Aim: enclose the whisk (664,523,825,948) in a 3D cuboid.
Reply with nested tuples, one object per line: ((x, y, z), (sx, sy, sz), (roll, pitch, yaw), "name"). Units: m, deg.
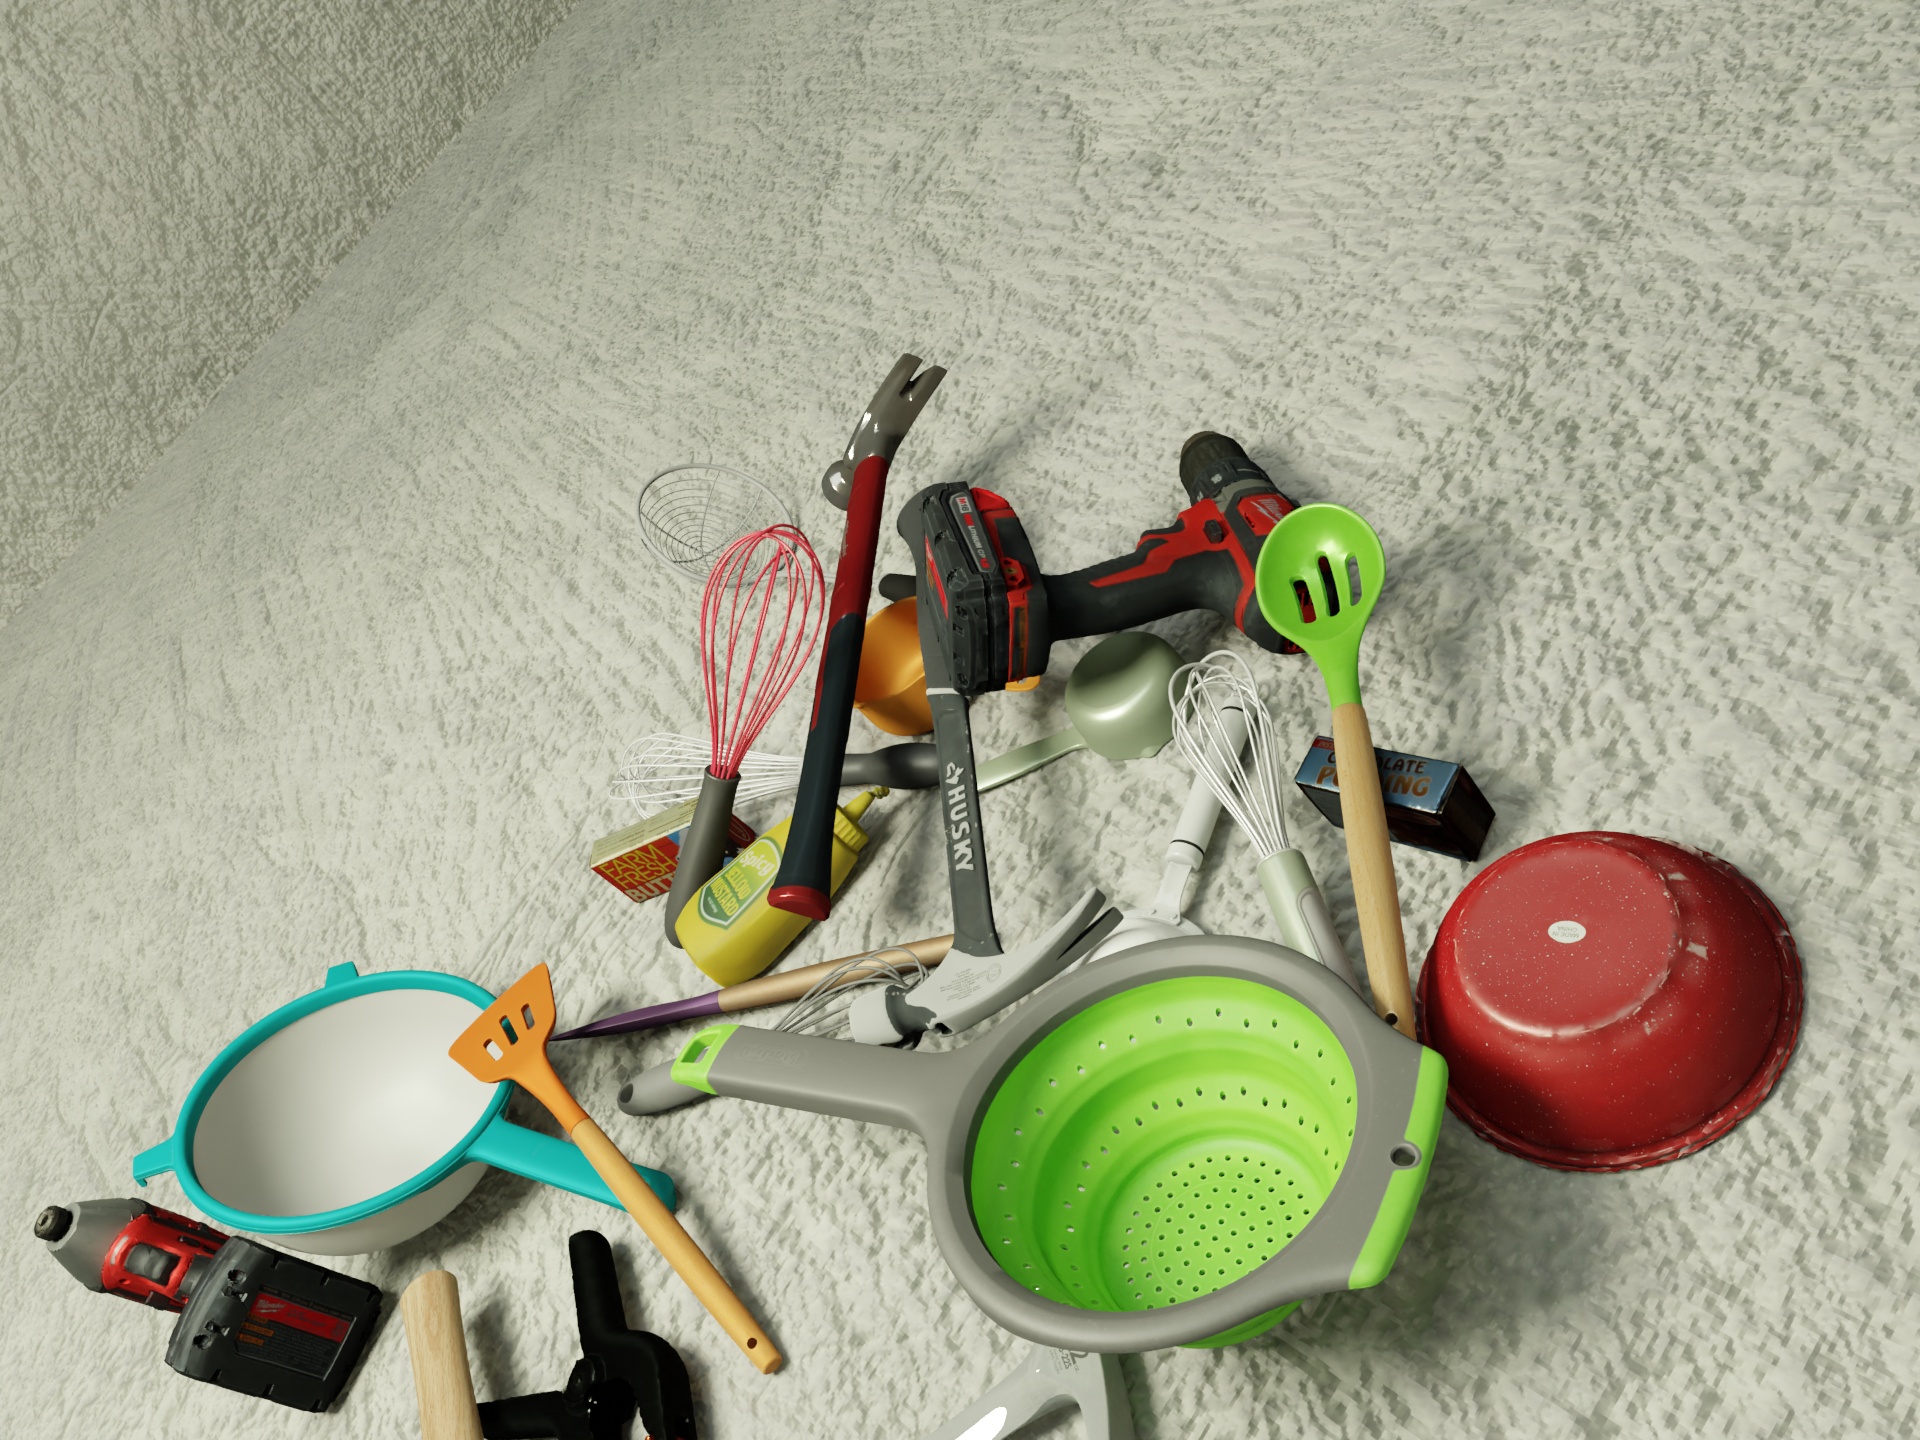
((-0.145, 0.015, 0.993), (0.073, 0.073, 0.295), (44, 124, 51), "whisk")

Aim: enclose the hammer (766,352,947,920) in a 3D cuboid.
((-0.067, -0.057, 0.993), (0.143, 0.038, 0.387), (-48, 29, 49), "hammer")

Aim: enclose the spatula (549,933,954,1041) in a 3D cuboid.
((-0.123, 0.164, 0.958), (0.316, 0.059, 0.018), (-16, 81, 23), "spatula")

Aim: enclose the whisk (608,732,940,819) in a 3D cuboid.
((-0.121, 0.035, 1.065), (0.285, 0.070, 0.070), (-4, 52, 31), "whisk")

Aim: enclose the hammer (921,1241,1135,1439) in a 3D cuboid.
((-0.093, 0.398, 0.720), (0.405, 0.035, 0.144), (-38, 39, 6), "hammer")

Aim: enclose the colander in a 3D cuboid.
((0.030, 0.198, 0.731), (0.397, 0.094, 0.205), (-1, 42, 36), "colander")

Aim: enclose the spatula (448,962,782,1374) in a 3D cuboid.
((-0.197, 0.250, 0.903), (0.081, 0.041, 0.323), (-44, 55, -12), "spatula")

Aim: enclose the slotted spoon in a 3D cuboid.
((0.186, 0.017, 0.759), (0.070, 0.031, 0.314), (-21, 46, 26), "slotted spoon")

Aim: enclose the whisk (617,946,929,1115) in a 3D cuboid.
((-0.113, 0.187, 0.922), (0.239, 0.055, 0.055), (-26, 42, 27), "whisk")

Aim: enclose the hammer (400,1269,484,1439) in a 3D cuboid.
((-0.248, 0.407, 0.796), (0.130, 0.031, 0.332), (-42, 36, 0), "hammer")

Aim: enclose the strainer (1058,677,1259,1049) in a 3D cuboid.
((0.114, 0.077, 0.837), (0.087, 0.050, 0.259), (9, 57, 27), "strainer")

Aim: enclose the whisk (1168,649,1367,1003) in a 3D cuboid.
((0.156, 0.064, 0.788), (0.059, 0.057, 0.247), (-53, 40, 39), "whisk")

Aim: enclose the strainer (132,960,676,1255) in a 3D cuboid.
((-0.318, 0.275, 0.991), (0.340, 0.095, 0.211), (11, 38, 21), "strainer")

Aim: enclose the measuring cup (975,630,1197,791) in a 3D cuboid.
((0.059, 0.000, 0.951), (0.167, 0.038, 0.083), (-25, 42, 17), "measuring cup")

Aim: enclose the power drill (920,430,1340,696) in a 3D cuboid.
((0.093, -0.102, 0.930), (0.226, 0.080, 0.188), (-8, 41, -8), "power drill")

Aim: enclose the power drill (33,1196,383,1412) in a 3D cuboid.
((-0.483, 0.356, 1.006), (0.220, 0.143, 0.079), (3, 60, 39), "power drill")

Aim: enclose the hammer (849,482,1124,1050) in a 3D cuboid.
((-0.001, -0.003, 0.930), (0.149, 0.036, 0.409), (-25, 43, 19), "hammer")

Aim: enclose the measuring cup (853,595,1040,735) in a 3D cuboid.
((-0.003, -0.025, 1.019), (0.174, 0.052, 0.095), (14, 65, 44), "measuring cup")

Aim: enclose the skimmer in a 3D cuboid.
((-0.101, -0.132, 1.168), (0.363, 0.090, 0.127), (13, 33, 43), "skimmer")
